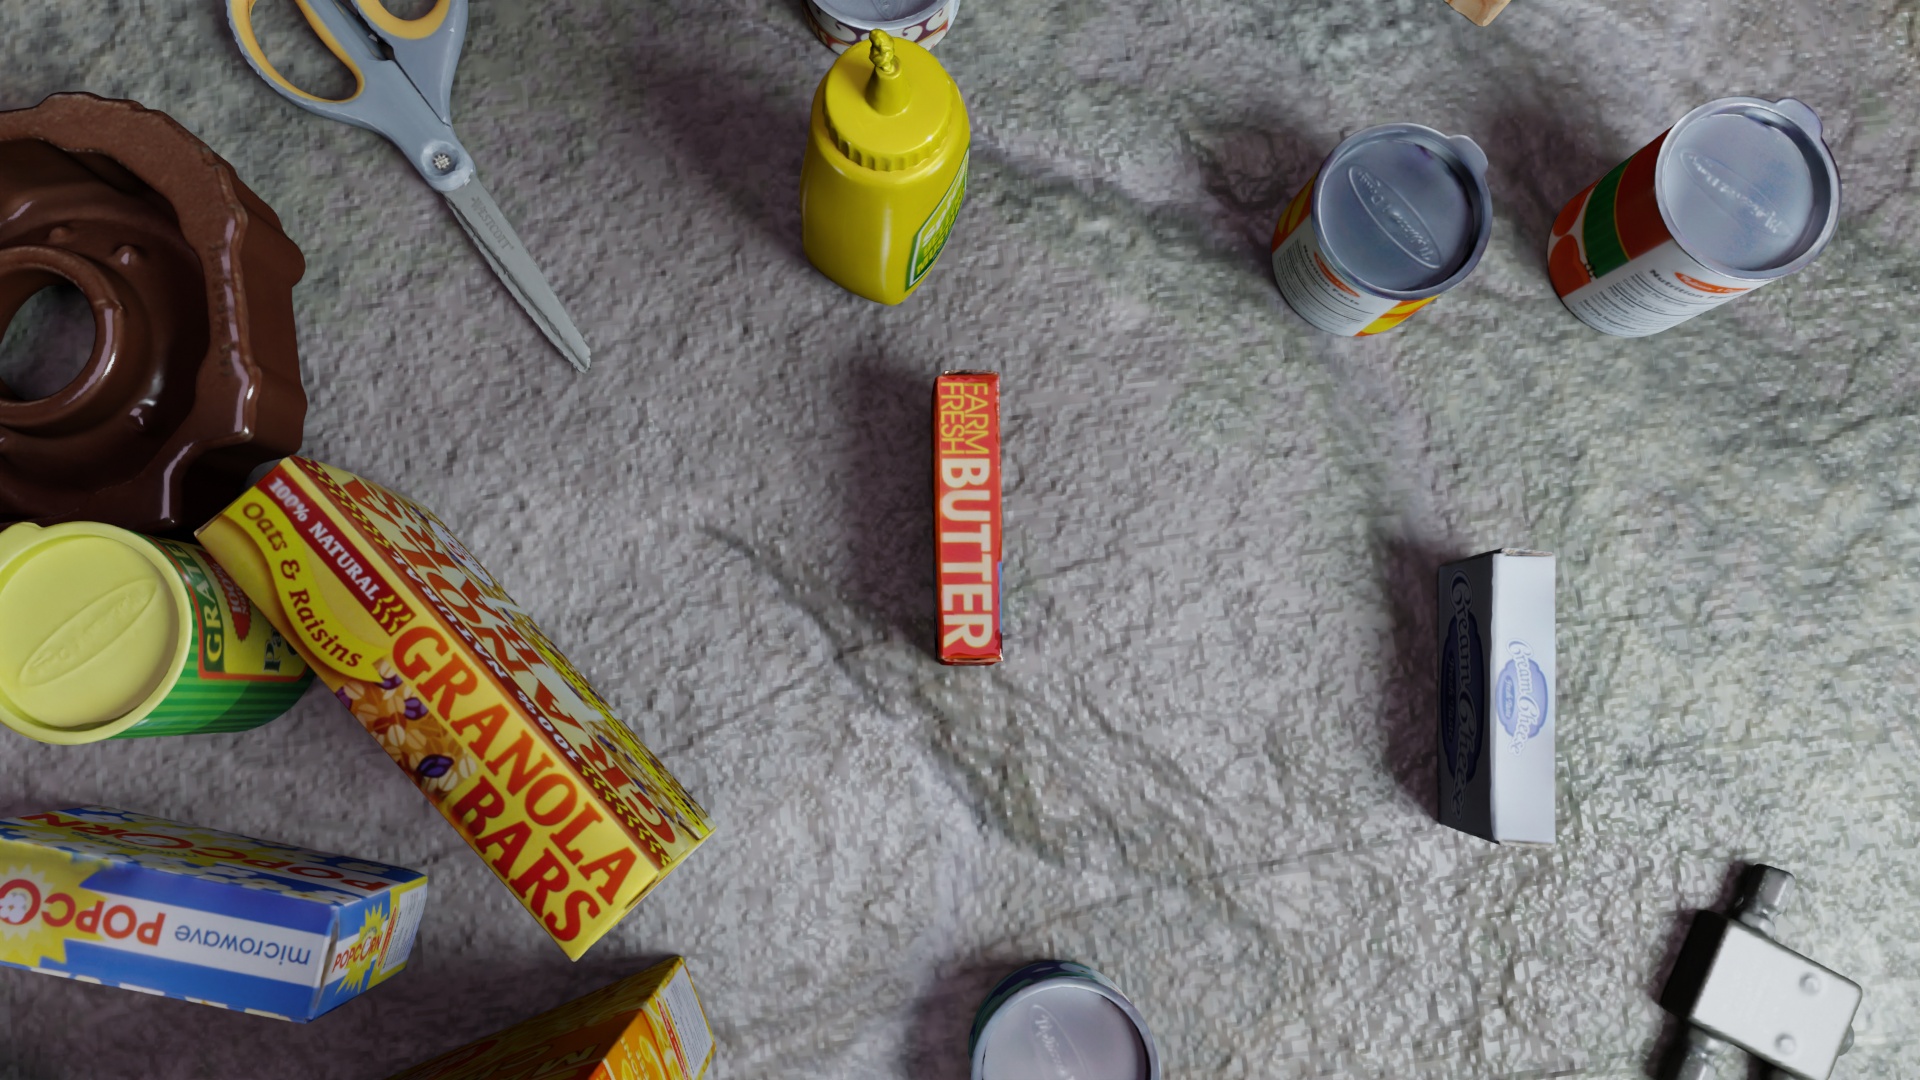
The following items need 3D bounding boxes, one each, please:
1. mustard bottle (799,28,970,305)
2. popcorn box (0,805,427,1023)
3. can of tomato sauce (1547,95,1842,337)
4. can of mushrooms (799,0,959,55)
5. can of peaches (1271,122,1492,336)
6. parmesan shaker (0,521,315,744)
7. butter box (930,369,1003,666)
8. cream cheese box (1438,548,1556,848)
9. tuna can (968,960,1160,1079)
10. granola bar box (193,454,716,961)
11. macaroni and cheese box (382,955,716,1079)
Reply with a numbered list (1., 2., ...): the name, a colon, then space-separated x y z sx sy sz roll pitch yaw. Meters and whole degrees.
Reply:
1. mustard bottle: -0.025 -0.127 0.464 0.049 0.160 0.065 28 84 0
2. popcorn box: -0.255 0.122 0.462 0.127 0.085 0.038 12 84 -2
3. can of tomato sauce: 0.269 -0.119 0.518 0.071 0.083 0.071 0 84 -3
4. can of mushrooms: -0.034 -0.221 0.538 0.071 0.033 0.071 0 84 -3
5. can of peaches: 0.158 -0.116 0.524 0.071 0.058 0.071 0 84 -3
6. parmesan shaker: -0.266 0.030 0.463 0.071 0.103 0.071 0 84 -3
7. butter box: 0.002 -0.006 0.506 0.024 0.053 0.103 0 84 -3
8. cream cheese box: 0.195 0.057 0.509 0.024 0.053 0.104 3 84 -3
9. tuna can: 0.033 0.187 0.496 0.071 0.033 0.071 0 84 -3
10. granola bar box: -0.154 0.052 0.455 0.039 0.124 0.165 -43 87 -6
11. macaroni and cheese box: -0.148 0.182 0.420 0.124 0.166 0.040 -22 86 -5
